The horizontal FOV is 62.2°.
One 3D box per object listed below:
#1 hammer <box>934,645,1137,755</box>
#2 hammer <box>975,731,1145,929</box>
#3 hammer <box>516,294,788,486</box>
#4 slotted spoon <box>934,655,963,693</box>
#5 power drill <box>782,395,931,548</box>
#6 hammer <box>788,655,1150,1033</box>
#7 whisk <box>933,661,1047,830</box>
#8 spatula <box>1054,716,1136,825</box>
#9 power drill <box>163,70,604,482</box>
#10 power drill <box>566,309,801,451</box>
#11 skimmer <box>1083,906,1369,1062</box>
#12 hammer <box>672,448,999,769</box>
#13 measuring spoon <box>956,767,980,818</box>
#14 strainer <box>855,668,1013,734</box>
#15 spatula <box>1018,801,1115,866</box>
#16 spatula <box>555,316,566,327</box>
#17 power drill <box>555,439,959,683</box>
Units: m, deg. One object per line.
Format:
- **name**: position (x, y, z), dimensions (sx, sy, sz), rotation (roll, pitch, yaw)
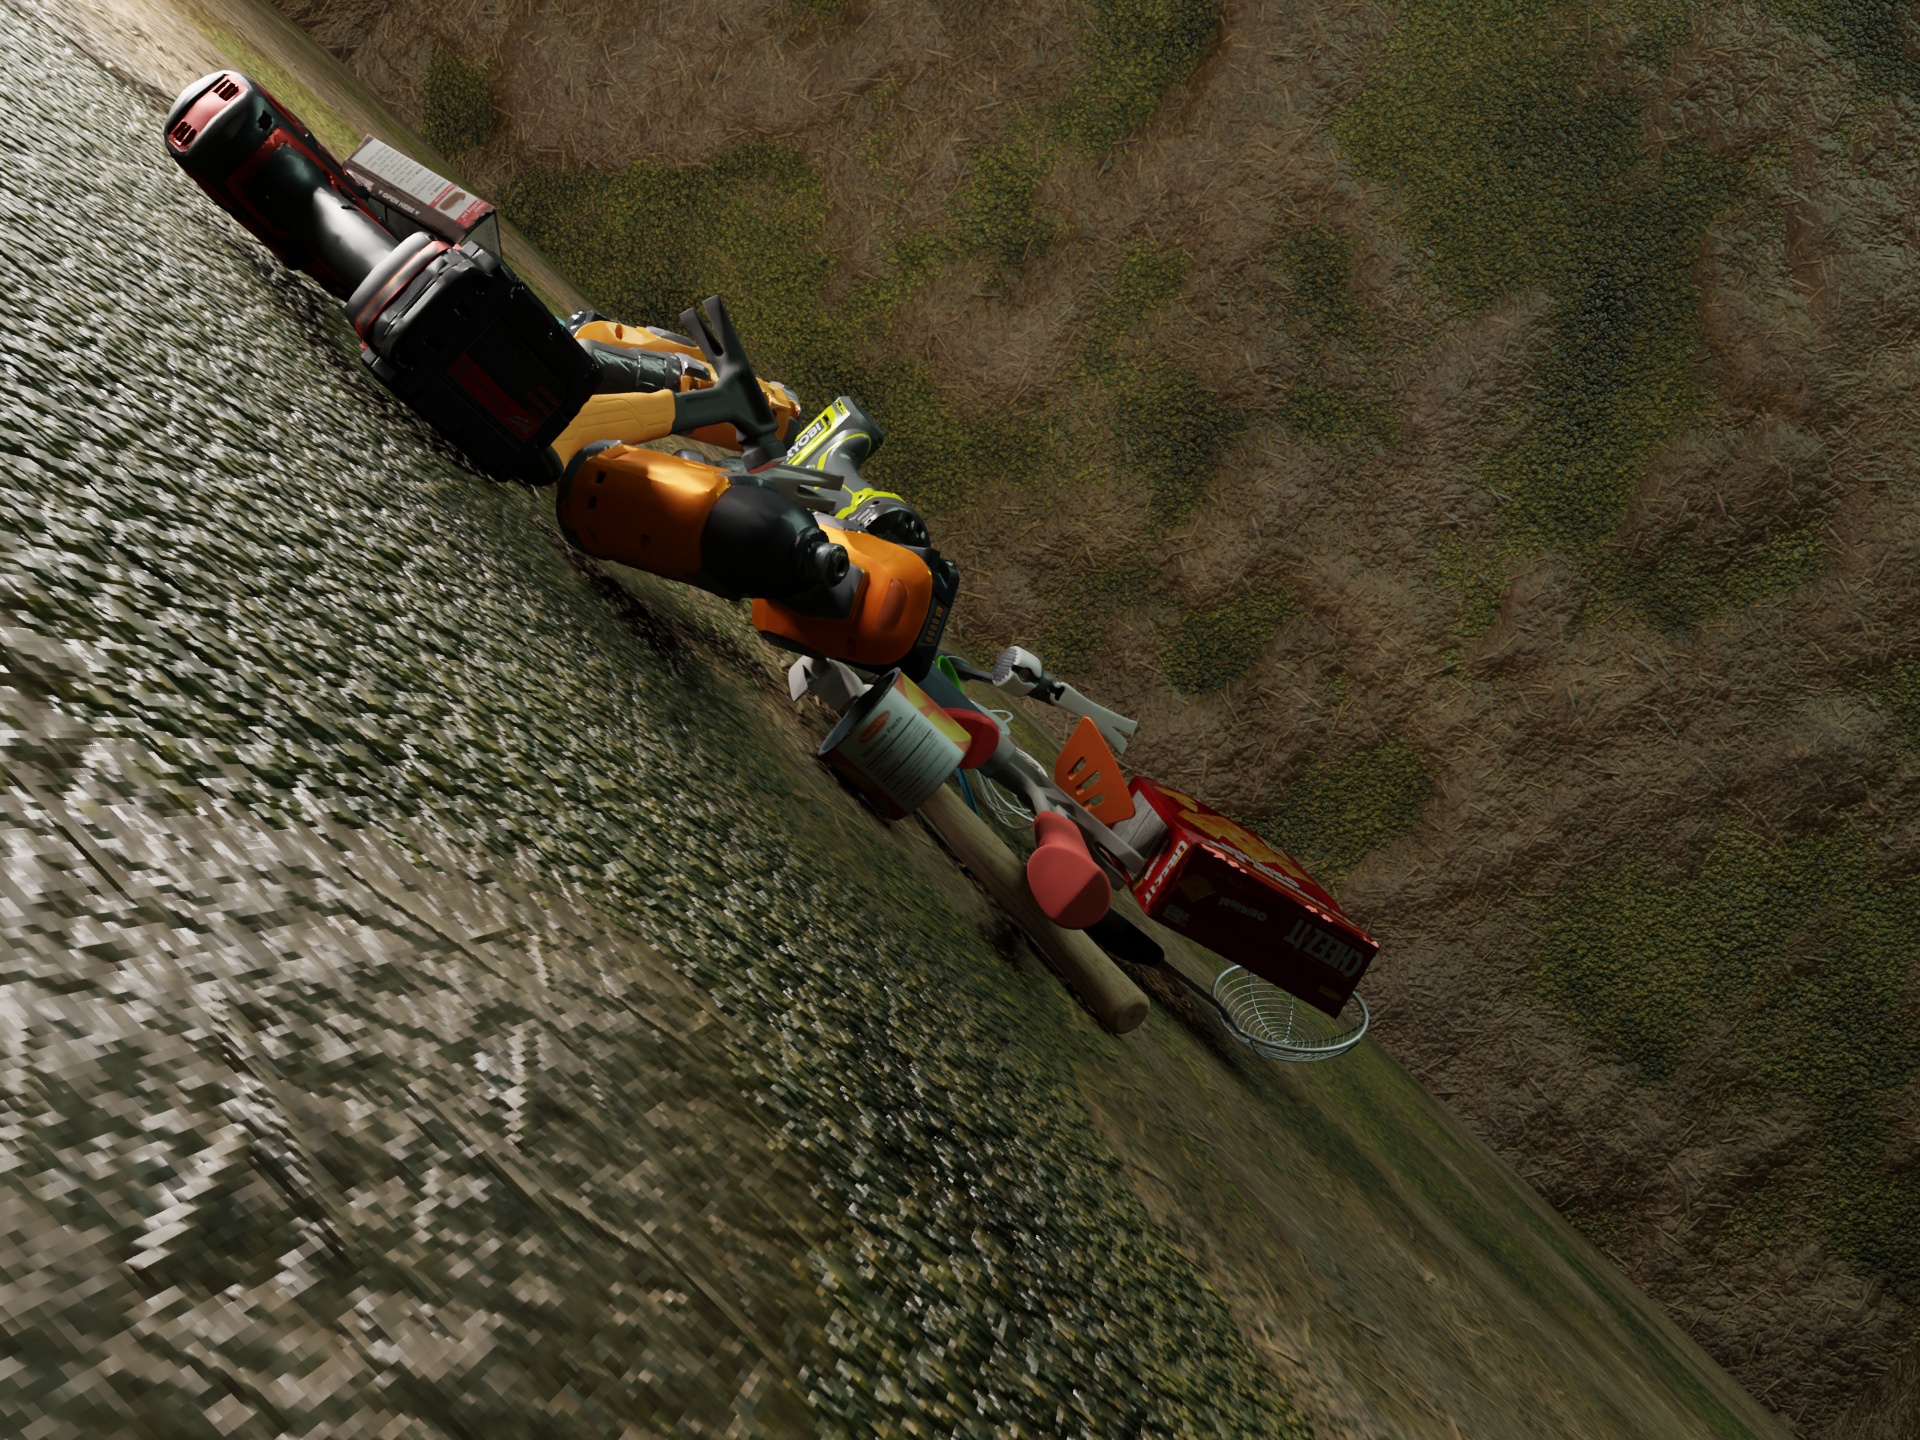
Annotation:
- **hammer**: position (0.011, -0.044, 1.454), dimensions (0.149, 0.036, 0.409), rotation (29, -3, -27)
- **hammer**: position (0.068, 0.080, 0.981), dimensions (0.149, 0.036, 0.359), rotation (41, 4, -3)
- **hammer**: position (-0.201, -0.201, 1.008), dimensions (0.127, 0.034, 0.337), rotation (66, 19, -9)
- **slotted spoon**: position (-0.002, -0.004, 1.154), dimensions (0.314, 0.031, 0.070), rotation (-123, -163, -82)
- **power drill**: position (-0.126, -0.188, 1.479), dimensions (0.080, 0.171, 0.223), rotation (39, 14, -40)
- **hammer**: position (-0.002, 0.063, 0.963), dimensions (0.332, 0.031, 0.130), rotation (46, 5, 34)
- **whisk**: position (0.003, 0.003, 1.327), dimensions (0.059, 0.057, 0.247), rotation (9, 33, -45)
- **spatula**: position (0.096, 0.074, 1.283), dimensions (0.322, 0.041, 0.081), rotation (83, -18, -77)
- **power drill**: position (-0.289, -0.221, 0.827), dimensions (0.227, 0.080, 0.187), rotation (41, -4, 23)
- **power drill**: position (-0.250, -0.266, 1.247), dimensions (0.185, 0.084, 0.226), rotation (10, 13, -35)
- **skimmer**: position (0.193, 0.177, 1.215), dimensions (0.362, 0.090, 0.127), rotation (38, -2, -42)
- **hammer**: position (-0.068, -0.086, 1.086), dimensions (0.143, 0.038, 0.387), rotation (2, 31, -36)
- **measuring spoon**: position (-0.012, 0.029, 1.091), dimensions (0.042, 0.021, 0.128), rotation (-123, -168, -73)
- **strainer**: position (-0.029, -0.018, 1.444), dimensions (0.087, 0.050, 0.258), rotation (37, 6, 34)
- **spatula**: position (0.143, 0.124, 1.391), dimensions (0.059, 0.018, 0.316), rotation (26, 4, -40)
- **spatula**: position (-0.307, -0.241, 1.057), dimensions (0.082, 0.044, 0.318), rotation (19, 15, -21)
- **power drill**: position (-0.089, -0.082, 0.871), dimensions (0.164, 0.084, 0.226), rotation (19, -1, 28)
